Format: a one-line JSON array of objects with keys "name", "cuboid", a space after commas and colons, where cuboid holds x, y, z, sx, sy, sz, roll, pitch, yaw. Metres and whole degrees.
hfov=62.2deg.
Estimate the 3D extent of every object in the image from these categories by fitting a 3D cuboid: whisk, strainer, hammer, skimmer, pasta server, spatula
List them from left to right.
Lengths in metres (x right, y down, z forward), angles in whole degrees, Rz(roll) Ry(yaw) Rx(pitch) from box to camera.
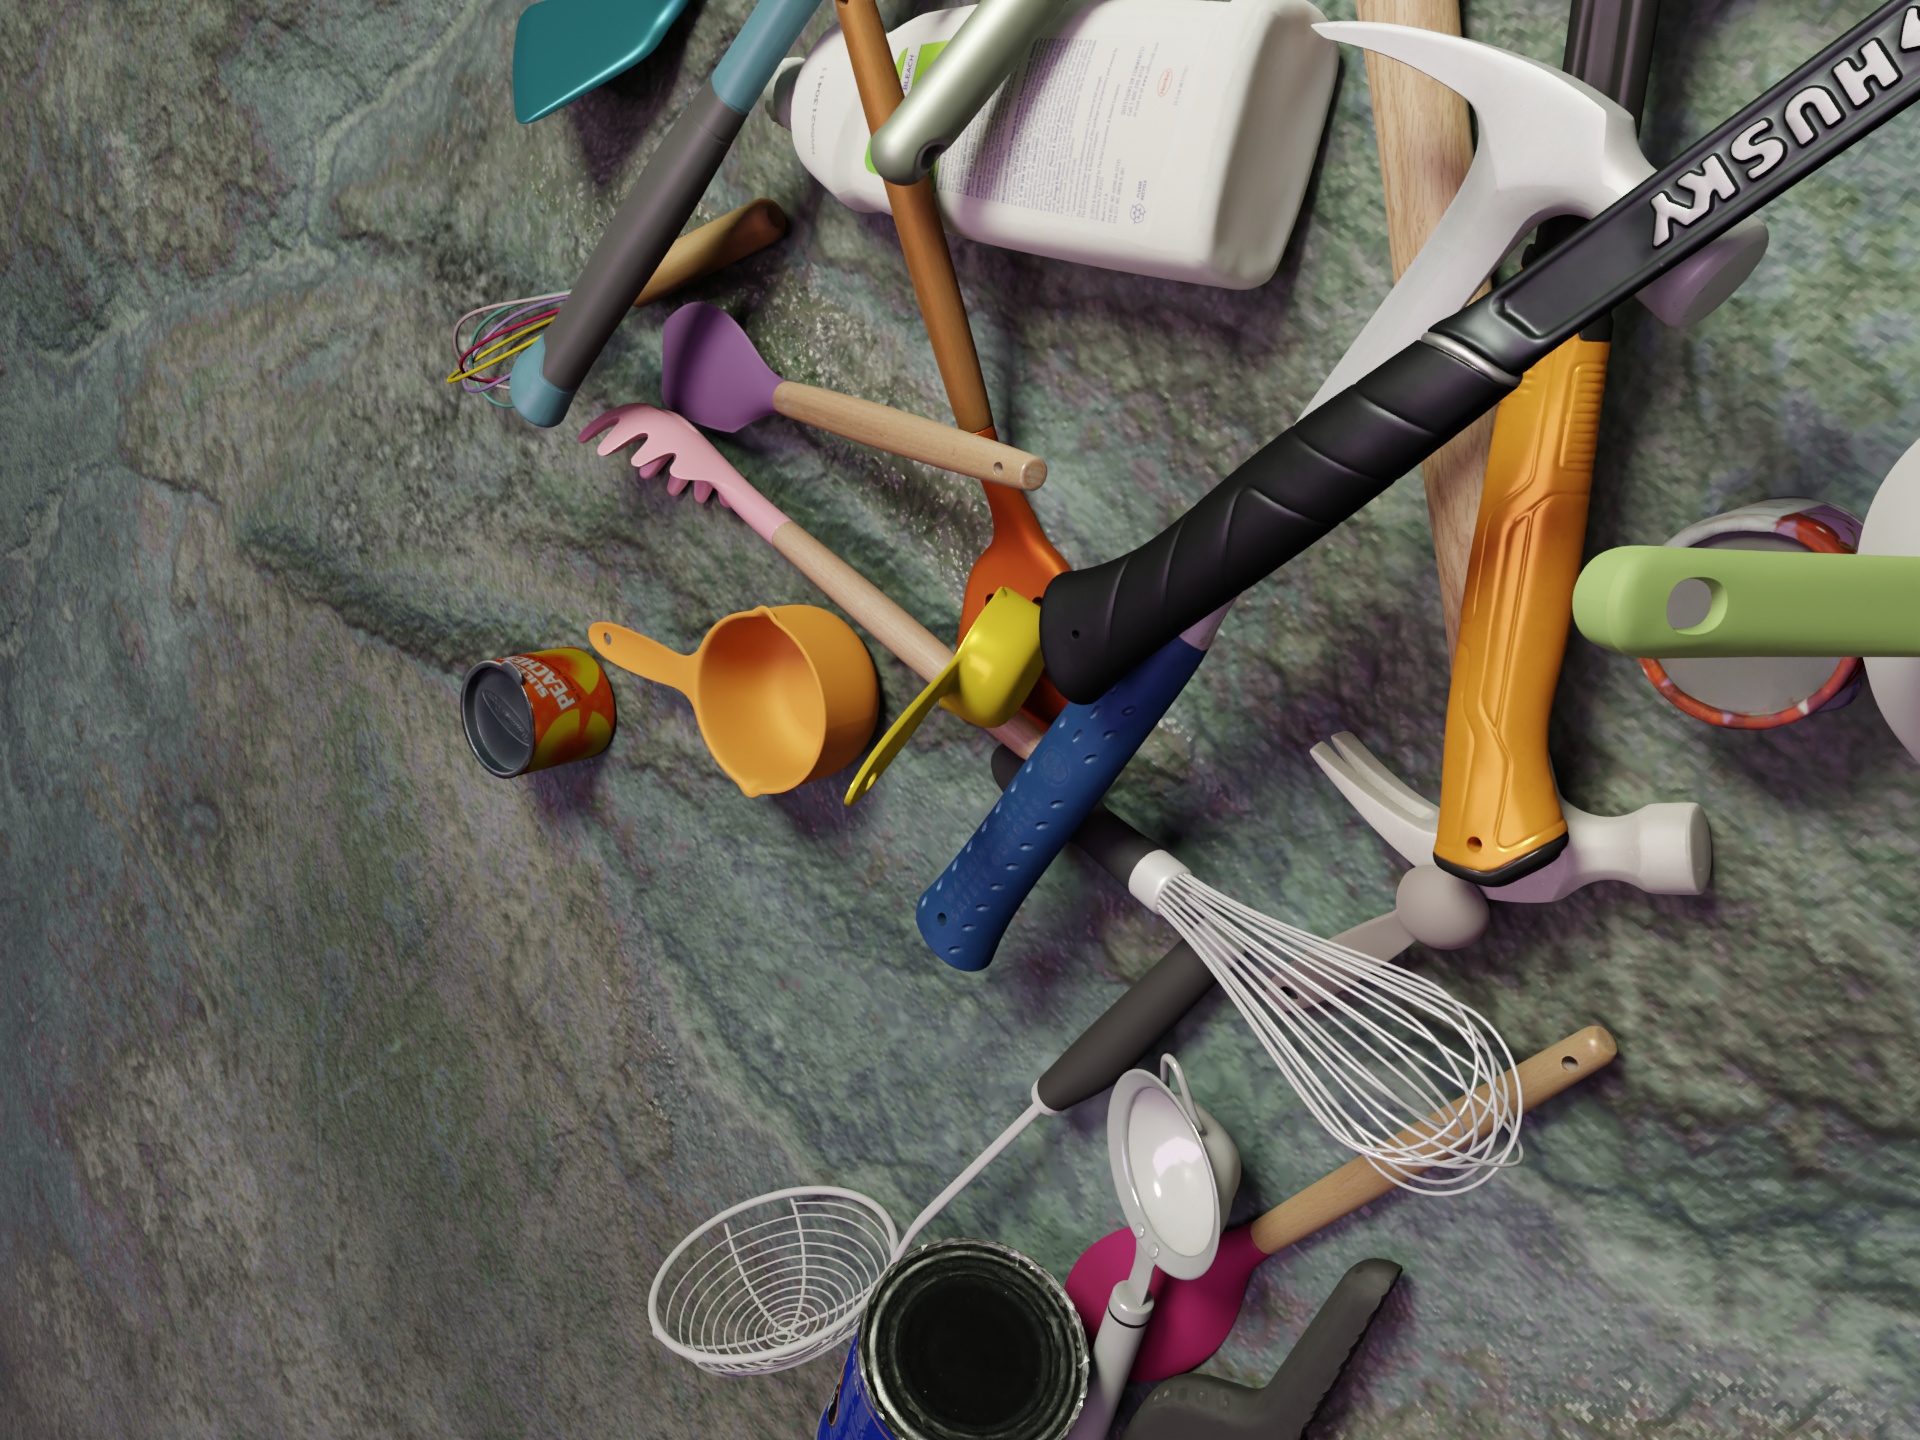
[{"name": "whisk", "cuboid": [-0.182, -0.211, 0.809, 0.245, 0.047, 0.051, -12, 92, 37]}, {"name": "hammer", "cuboid": [-0.105, -0.257, 0.679, 0.331, 0.033, 0.128, -46, 40, 30]}, {"name": "spatula", "cuboid": [-0.097, -0.379, 0.697, 0.317, 0.044, 0.082, -32, 53, 37]}, {"name": "pasta server", "cuboid": [-0.070, -0.066, 0.741, 0.316, 0.060, 0.040, 41, 97, 27]}, {"name": "spatula", "cuboid": [-0.063, -0.139, 0.695, 0.316, 0.018, 0.059, 29, 121, 49]}, {"name": "skimmer", "cuboid": [-0.017, 0.191, 0.739, 0.090, 0.127, 0.363, 39, 118, -2]}, {"name": "spatula", "cuboid": [-0.004, -0.138, 0.645, 0.081, 0.041, 0.322, 8, 129, 37]}, {"name": "whisk", "cuboid": [0.050, -0.288, 0.551, 0.059, 0.058, 0.246, 44, 105, 10]}, {"name": "strainer", "cuboid": [0.077, 0.246, 0.691, 0.087, 0.050, 0.258, 50, 133, 51]}, {"name": "hammer", "cuboid": [0.082, -0.046, 0.565, 0.144, 0.035, 0.405, 52, 131, 22]}, {"name": "whisk", "cuboid": [0.101, 0.081, 0.622, 0.285, 0.070, 0.070, 39, 123, 42]}, {"name": "hammer", "cuboid": [0.173, -0.099, 0.556, 0.130, 0.031, 0.331, -5, 97, 39]}, {"name": "hammer", "cuboid": [0.180, -0.111, 0.505, 0.127, 0.034, 0.336, 13, 108, 35]}, {"name": "hammer", "cuboid": [0.156, -0.105, 0.426, 0.409, 0.036, 0.149, -36, 76, 44]}, {"name": "strainer", "cuboid": [0.240, -0.032, 0.404, 0.069, 0.256, 0.151, -153, 64, -64]}]

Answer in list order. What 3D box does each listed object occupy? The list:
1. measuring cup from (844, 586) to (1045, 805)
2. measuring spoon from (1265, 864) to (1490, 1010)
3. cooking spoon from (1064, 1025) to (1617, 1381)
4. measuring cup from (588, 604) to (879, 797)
[{"name": "measuring cup", "cuboid": [-0.001, -0.002, 0.613, 0.029, 0.156, 0.062, 28, 124, 8]}, {"name": "measuring spoon", "cuboid": [0.153, 0.092, 0.610, 0.034, 0.018, 0.124, 46, 140, 3]}, {"name": "cooking spoon", "cuboid": [0.142, 0.205, 0.662, 0.069, 0.017, 0.318, 55, 129, 15]}, {"name": "measuring cup", "cuboid": [-0.113, -0.025, 0.792, 0.174, 0.052, 0.095, 21, 113, 36]}]
